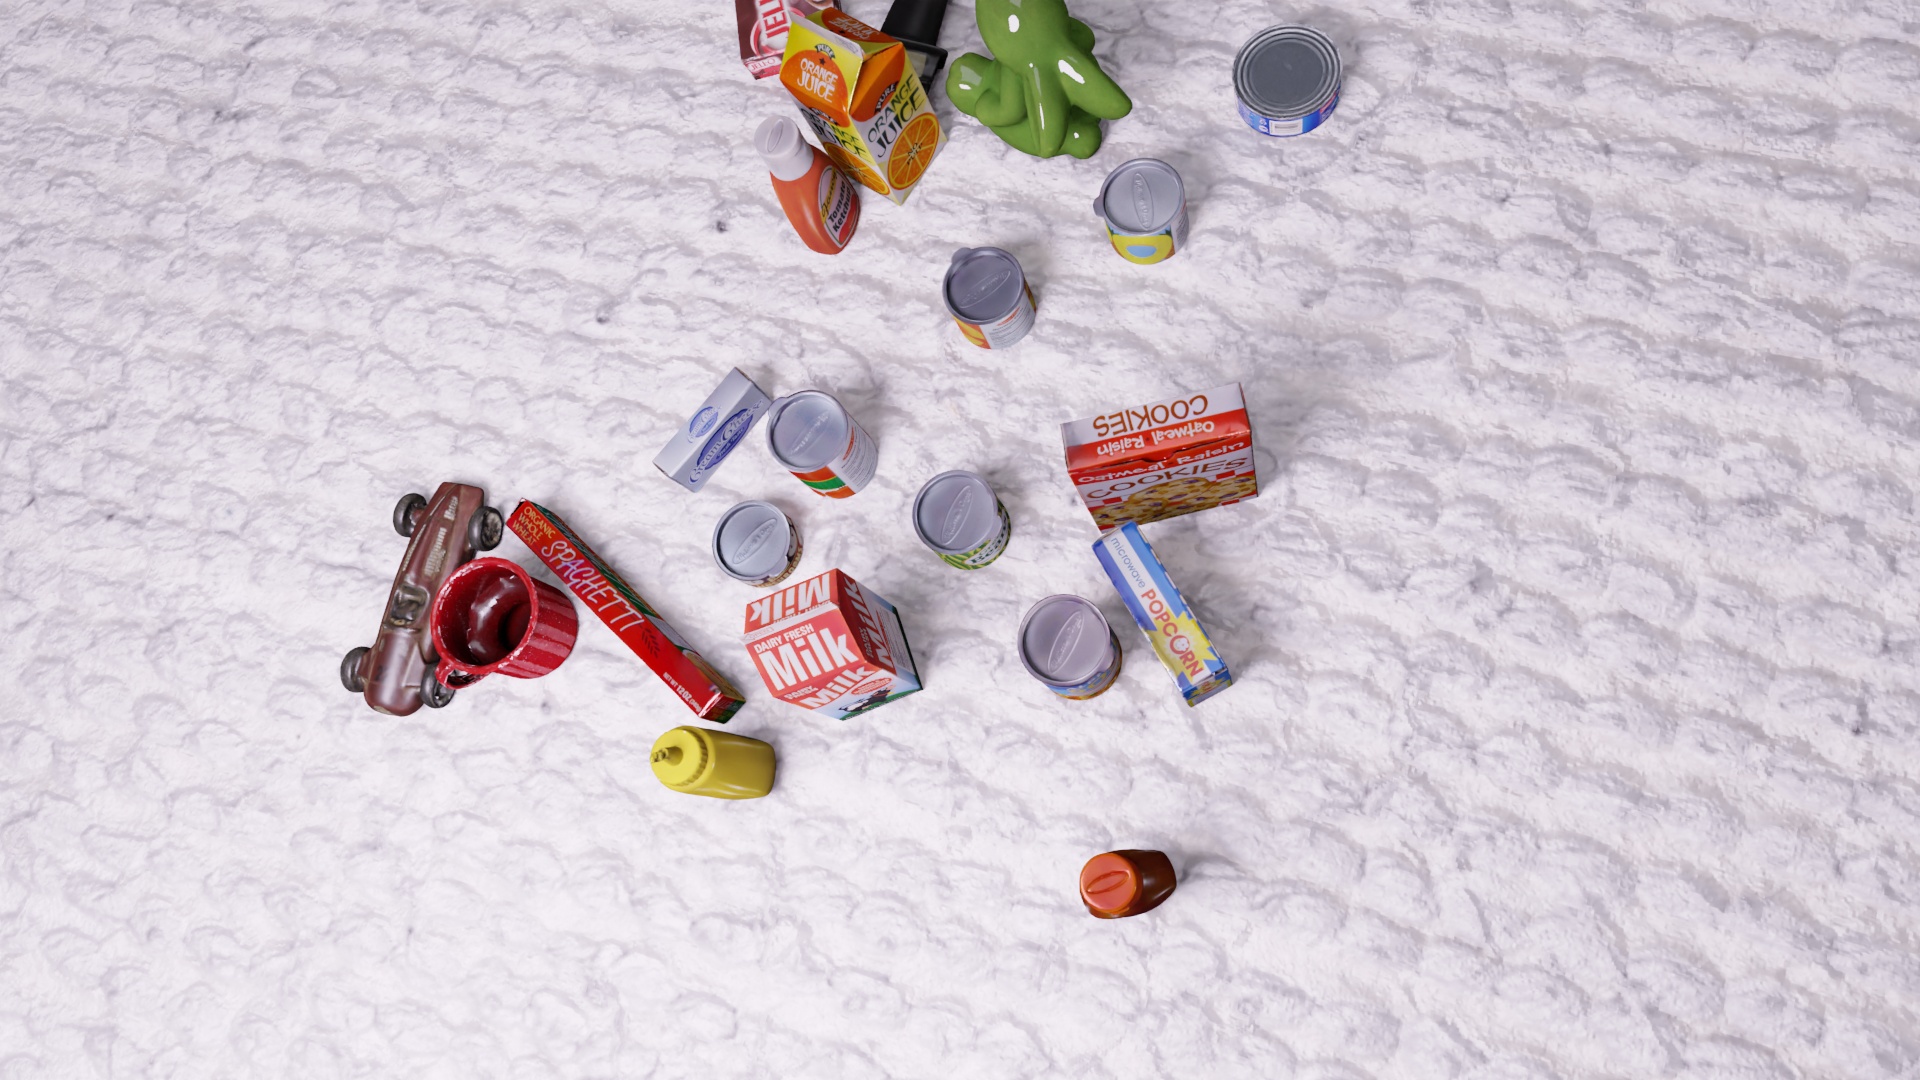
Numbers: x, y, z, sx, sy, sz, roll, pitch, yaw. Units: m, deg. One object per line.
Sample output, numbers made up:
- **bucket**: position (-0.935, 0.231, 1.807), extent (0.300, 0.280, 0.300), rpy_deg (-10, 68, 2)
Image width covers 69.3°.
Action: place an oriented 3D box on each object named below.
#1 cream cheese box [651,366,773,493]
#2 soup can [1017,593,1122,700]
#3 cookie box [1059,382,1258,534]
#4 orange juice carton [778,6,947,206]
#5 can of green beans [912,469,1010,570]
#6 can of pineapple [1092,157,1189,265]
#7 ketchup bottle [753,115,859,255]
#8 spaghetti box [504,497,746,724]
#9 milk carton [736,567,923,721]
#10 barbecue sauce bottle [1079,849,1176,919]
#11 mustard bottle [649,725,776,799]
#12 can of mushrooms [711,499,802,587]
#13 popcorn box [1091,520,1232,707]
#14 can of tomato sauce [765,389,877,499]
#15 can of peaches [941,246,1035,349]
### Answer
- **cream cheese box**: position (-0.201, -0.089, 1.135), extent (0.024, 0.053, 0.104), rpy_deg (40, 87, 19)
- **soup can**: position (0.083, 0.081, 1.008), extent (0.071, 0.083, 0.071), rpy_deg (-3, 75, 12)
- **cookie box**: position (0.145, -0.054, 0.985), extent (0.123, 0.167, 0.040), rpy_deg (-13, 74, 10)
- **orange juice carton**: position (-0.079, -0.351, 1.101), extent (0.072, 0.192, 0.073), rpy_deg (33, 86, 19)
- **can of green beans**: position (0.002, -0.015, 1.066), extent (0.071, 0.057, 0.071), rpy_deg (-3, 75, 12)
- **can of pineapple**: position (0.144, -0.259, 1.096), extent (0.071, 0.057, 0.071), rpy_deg (-3, 75, 12)
- **ketchup bottle**: position (-0.124, -0.288, 1.118), extent (0.043, 0.148, 0.065), rpy_deg (14, 80, 16)
- **spaghetti box**: position (-0.271, 0.055, 1.116), extent (0.250, 0.050, 0.029), rpy_deg (40, 88, 19)
- **milk carton**: position (-0.093, 0.074, 0.995), extent (0.072, 0.190, 0.073), rpy_deg (-22, 72, 7)
- **barbecue sauce bottle**: position (0.108, 0.230, 0.930), extent (0.065, 0.148, 0.044), rpy_deg (-23, 72, 7)
- **mustard bottle**: position (-0.186, 0.161, 1.010), extent (0.065, 0.160, 0.049), rpy_deg (0, 76, 13)
- **can of mushrooms**: position (-0.161, 0.005, 1.112), extent (0.071, 0.033, 0.071), rpy_deg (-3, 75, 12)
- **popcorn box**: position (0.146, 0.054, 1.000), extent (0.038, 0.085, 0.127), rpy_deg (-31, 71, 4)
- **can of tomato sauce**: position (-0.110, -0.075, 1.094), extent (0.071, 0.083, 0.071), rpy_deg (-3, 75, 12)
- **can of peaches**: position (0.023, -0.194, 1.108), extent (0.071, 0.058, 0.071), rpy_deg (-3, 75, 12)
